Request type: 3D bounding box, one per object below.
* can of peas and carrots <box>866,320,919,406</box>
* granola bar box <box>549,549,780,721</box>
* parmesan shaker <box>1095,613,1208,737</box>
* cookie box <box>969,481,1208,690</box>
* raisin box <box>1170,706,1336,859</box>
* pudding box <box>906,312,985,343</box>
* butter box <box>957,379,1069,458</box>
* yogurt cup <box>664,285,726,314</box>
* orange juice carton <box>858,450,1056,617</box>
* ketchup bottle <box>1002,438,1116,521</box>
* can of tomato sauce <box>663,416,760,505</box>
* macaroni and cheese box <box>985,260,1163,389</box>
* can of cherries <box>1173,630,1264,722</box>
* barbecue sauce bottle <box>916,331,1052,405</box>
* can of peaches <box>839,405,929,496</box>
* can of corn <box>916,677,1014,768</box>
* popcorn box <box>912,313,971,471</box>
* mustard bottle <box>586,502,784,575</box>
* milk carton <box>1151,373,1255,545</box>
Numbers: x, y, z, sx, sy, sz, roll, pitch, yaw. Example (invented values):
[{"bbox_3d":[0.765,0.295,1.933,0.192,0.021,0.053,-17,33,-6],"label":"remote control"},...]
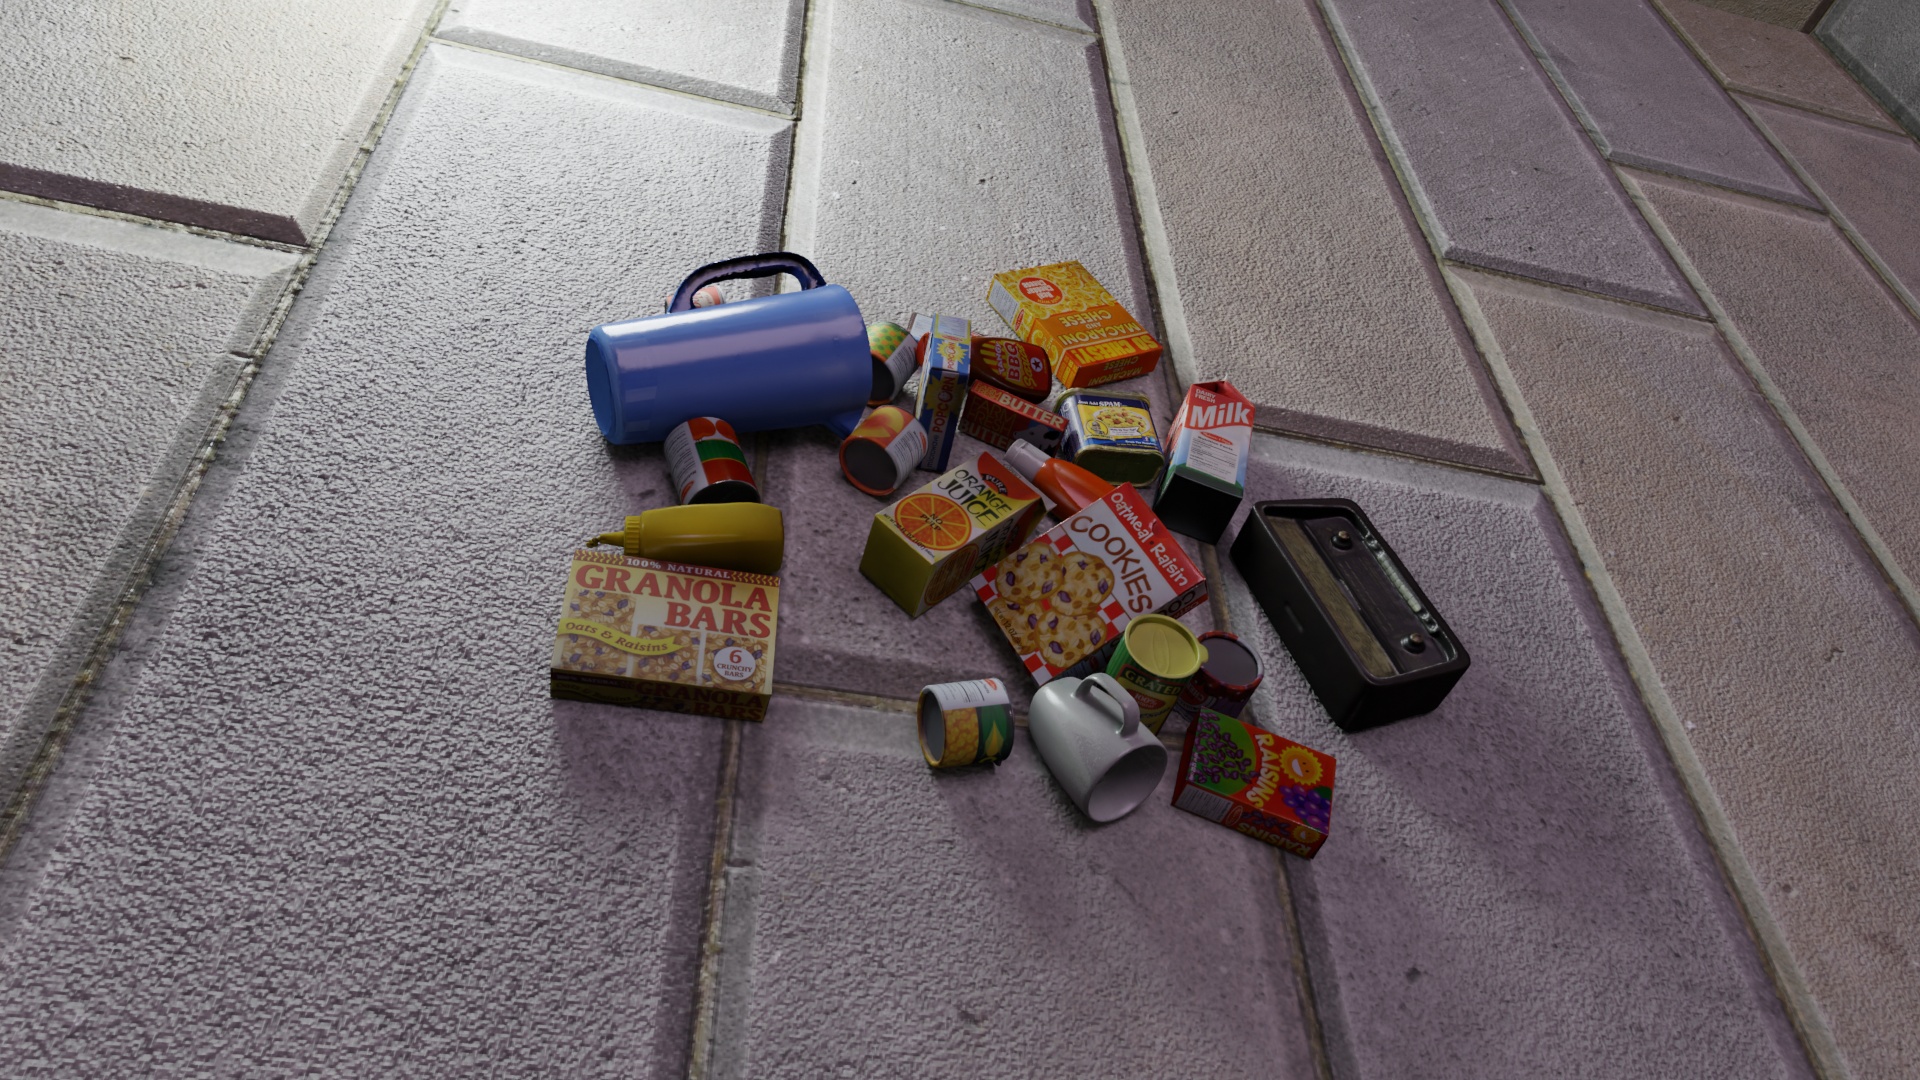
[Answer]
[{"bbox_3d":[-0.083,-0.176,1.383,0.071,0.070,0.059,26,44,6],"label":"can of peas and carrots"},{"bbox_3d":[-0.230,0.074,1.098,0.166,0.038,0.125,9,45,-12],"label":"granola bar box"},{"bbox_3d":[0.153,0.119,1.149,0.071,0.102,0.072,10,44,-10],"label":"parmesan shaker"},{"bbox_3d":[0.110,0.042,1.197,0.167,0.040,0.123,-32,58,-4],"label":"cookie box"},{"bbox_3d":[0.244,0.200,1.149,0.123,0.039,0.086,21,43,2],"label":"raisin box"},{"bbox_3d":[-0.019,-0.204,1.459,0.084,0.030,0.050,17,42,-4],"label":"pudding box"},{"bbox_3d":[0.051,-0.115,1.380,0.103,0.052,0.024,24,42,4],"label":"butter box"},{"bbox_3d":[-0.258,-0.213,1.356,0.054,0.072,0.073,-9,50,-17],"label":"yogurt cup"},{"bbox_3d":[0.004,-0.016,1.250,0.072,0.072,0.193,40,46,20],"label":"orange juice carton"},{"bbox_3d":[0.109,-0.045,1.338,0.149,0.043,0.065,35,44,15],"label":"ketchup bottle"},{"bbox_3d":[-0.216,-0.057,1.214,0.071,0.070,0.083,-6,49,-25],"label":"can of tomato sauce"},{"bbox_3d":[0.126,-0.240,1.541,0.124,0.040,0.167,-16,54,-33],"label":"macaroni and cheese box"},{"bbox_3d":[0.220,0.121,1.204,0.071,0.058,0.072,11,44,-11],"label":"can of cherries"},{"bbox_3d":[0.024,-0.179,1.408,0.149,0.043,0.065,8,67,-37],"label":"barbecue sauce bottle"},{"bbox_3d":[-0.073,-0.083,1.295,0.071,0.070,0.058,29,44,9],"label":"can of peaches"},{"bbox_3d":[0.003,0.146,1.096,0.058,0.070,0.071,-3,48,-22],"label":"can of corn"},{"bbox_3d":[-0.020,-0.140,1.325,0.038,0.126,0.085,9,44,-6],"label":"popcorn box"},{"bbox_3d":[-0.229,-0.001,1.157,0.160,0.065,0.049,1,51,-14],"label":"mustard bottle"},{"bbox_3d":[0.250,-0.091,1.417,0.073,0.072,0.192,20,44,0],"label":"milk carton"}]
